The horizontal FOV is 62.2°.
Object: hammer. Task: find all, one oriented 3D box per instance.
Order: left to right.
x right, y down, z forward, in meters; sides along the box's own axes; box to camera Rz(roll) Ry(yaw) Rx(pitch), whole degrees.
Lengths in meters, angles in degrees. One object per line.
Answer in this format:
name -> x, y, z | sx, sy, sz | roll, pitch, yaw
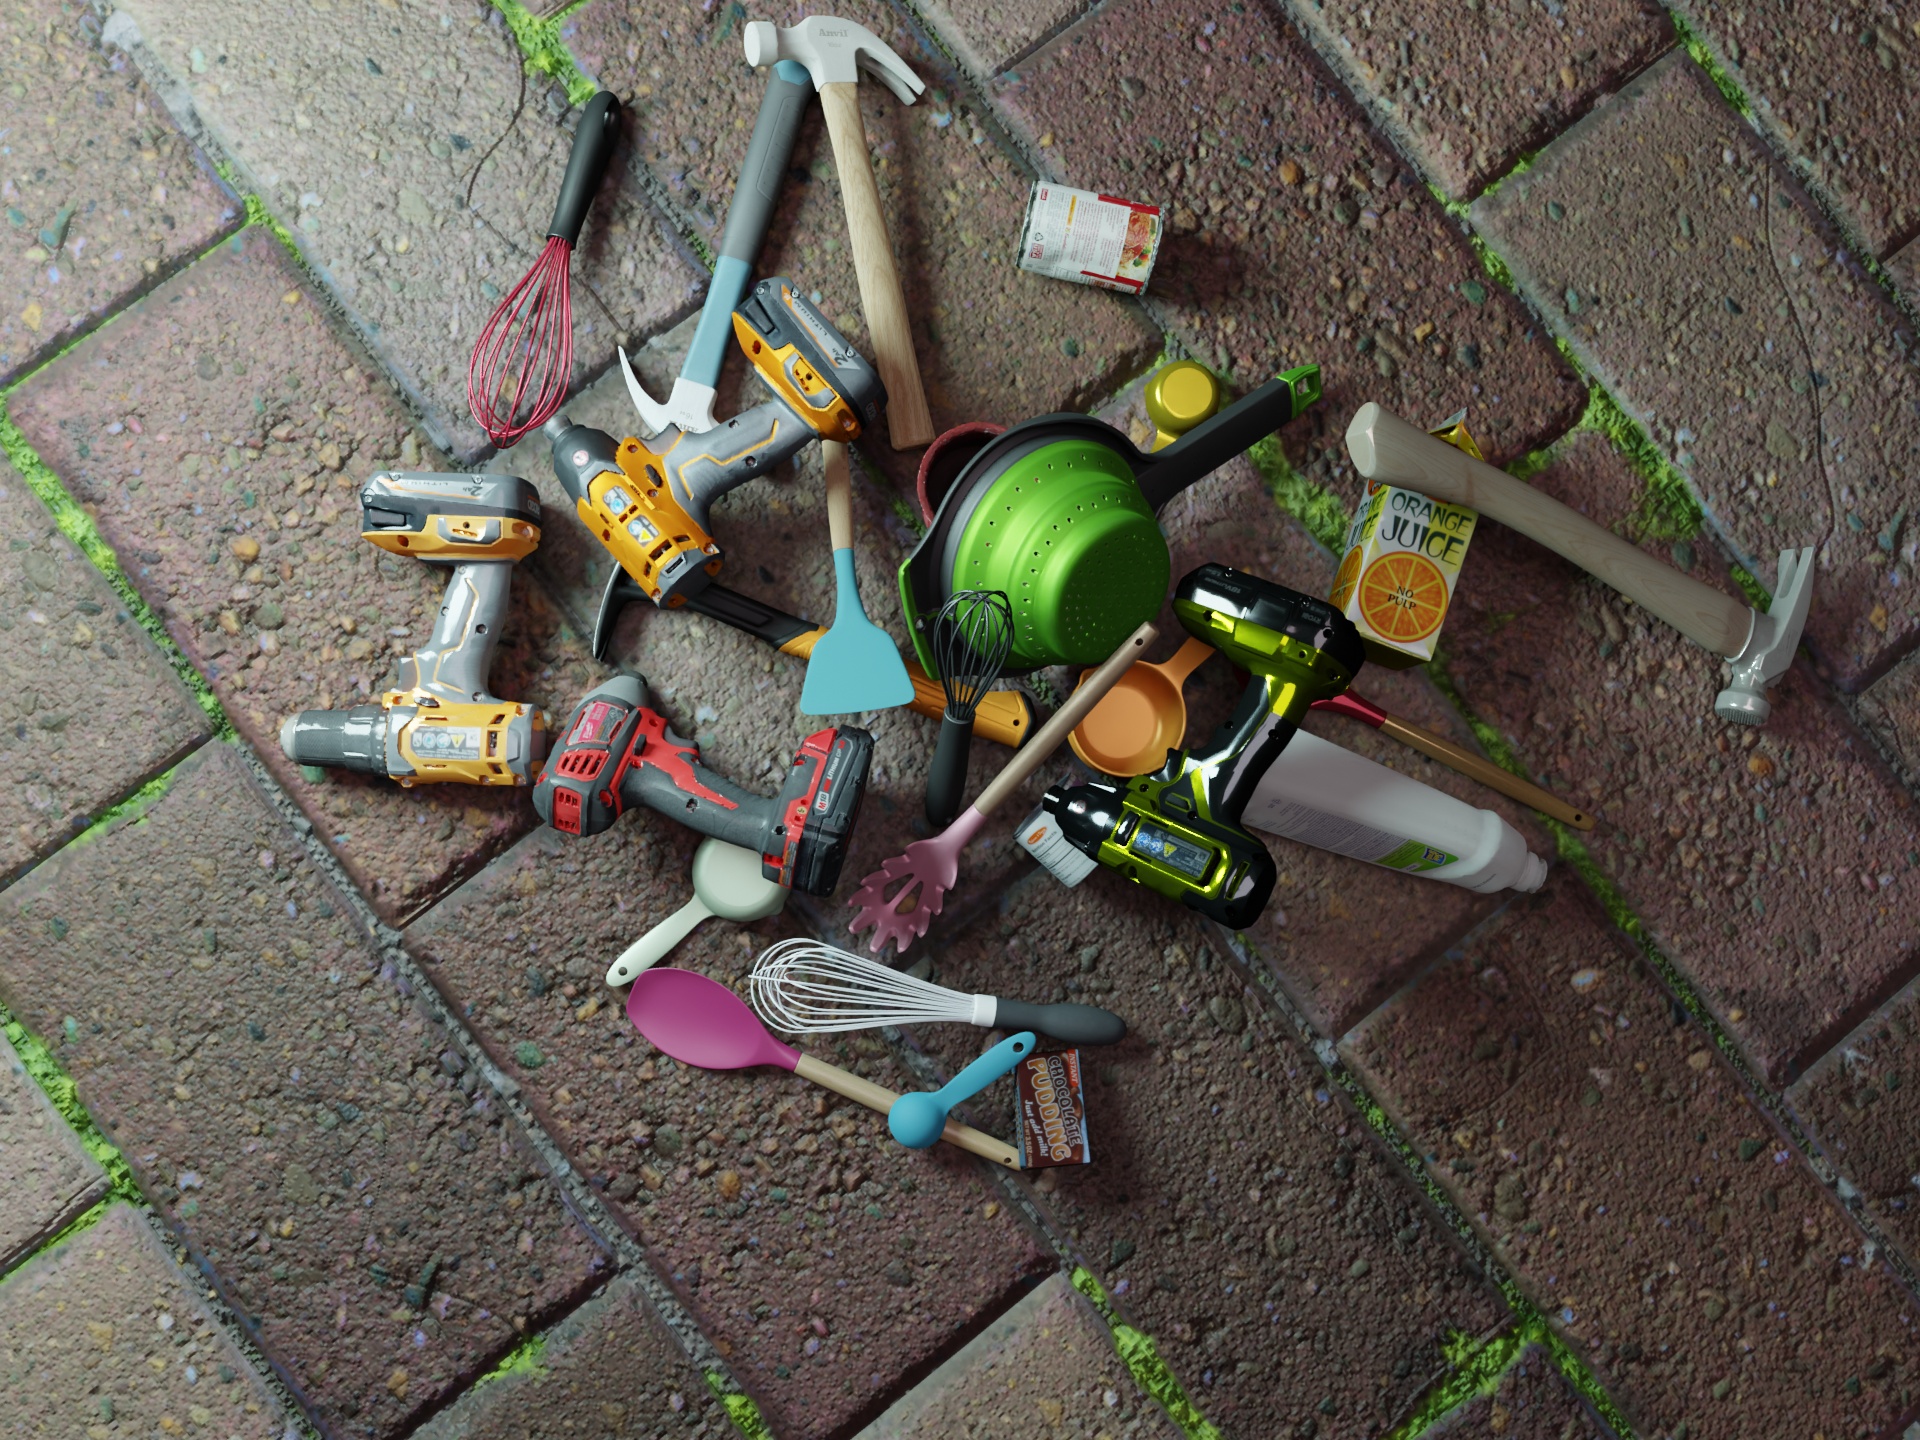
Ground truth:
hammer -> -0.167, -0.363, 1.221 | 0.128, 0.033, 0.331 | 16, 84, -3
hammer -> -0.104, -0.047, 1.196 | 0.337, 0.034, 0.127 | 22, 83, -1
hammer -> -0.067, -0.371, 1.214 | 0.130, 0.031, 0.331 | -13, 91, -26
hammer -> 0.467, -0.142, 1.187 | 0.410, 0.038, 0.146 | 24, 83, -17

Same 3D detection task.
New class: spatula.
spatula -> -0.088, -0.154, 1.180 | 0.082, 0.044, 0.318 | -6, 76, 1

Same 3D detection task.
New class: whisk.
whisk -> -0.307, -0.343, 1.200 | 0.073, 0.073, 0.296 | 15, 80, -2
whisk -> -0.015, 0.209, 1.172 | 0.284, 0.070, 0.070 | 10, 85, -8
whisk -> -0.002, -0.003, 1.118 | 0.055, 0.238, 0.055 | 5, 46, -5

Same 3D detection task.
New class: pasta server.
pasta server -> 0.031, 0.048, 1.142 | 0.060, 0.040, 0.316 | 42, 108, 0

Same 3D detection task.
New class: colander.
colander -> 0.144, -0.149, 1.152 | 0.397, 0.095, 0.204 | -34, 133, -20

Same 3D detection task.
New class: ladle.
ladle -> 0.348, 0.010, 1.223 | 0.315, 0.031, 0.069 | 27, 90, -3

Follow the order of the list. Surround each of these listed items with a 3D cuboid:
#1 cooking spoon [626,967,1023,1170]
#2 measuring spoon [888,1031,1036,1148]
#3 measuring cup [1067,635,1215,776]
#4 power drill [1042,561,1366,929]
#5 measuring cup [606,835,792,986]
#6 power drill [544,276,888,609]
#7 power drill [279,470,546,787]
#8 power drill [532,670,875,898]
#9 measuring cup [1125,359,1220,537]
cooking spoon -> -0.097, 0.264, 1.177 | 0.319, 0.017, 0.068 | 24, 101, -1
measuring spoon -> 0.003, 0.268, 1.156 | 0.128, 0.021, 0.042 | -37, 94, 4
measuring cup -> 0.152, -0.029, 1.202 | 0.173, 0.052, 0.095 | -44, 89, -8
power drill -> 0.169, 0.012, 1.106 | 0.171, 0.080, 0.223 | 24, 83, 28
measuring cup -> -0.195, 0.140, 1.172 | 0.167, 0.038, 0.083 | -40, 88, -8
power drill -> -0.183, -0.212, 1.150 | 0.226, 0.084, 0.164 | -42, 85, -1
power drill -> -0.396, -0.064, 1.161 | 0.185, 0.084, 0.226 | 2, 89, -2
power drill -> -0.180, 0.037, 1.146 | 0.219, 0.078, 0.143 | 15, 44, 0
measuring cup -> 0.156, -0.206, 1.227 | 0.062, 0.029, 0.156 | 21, 83, -1
